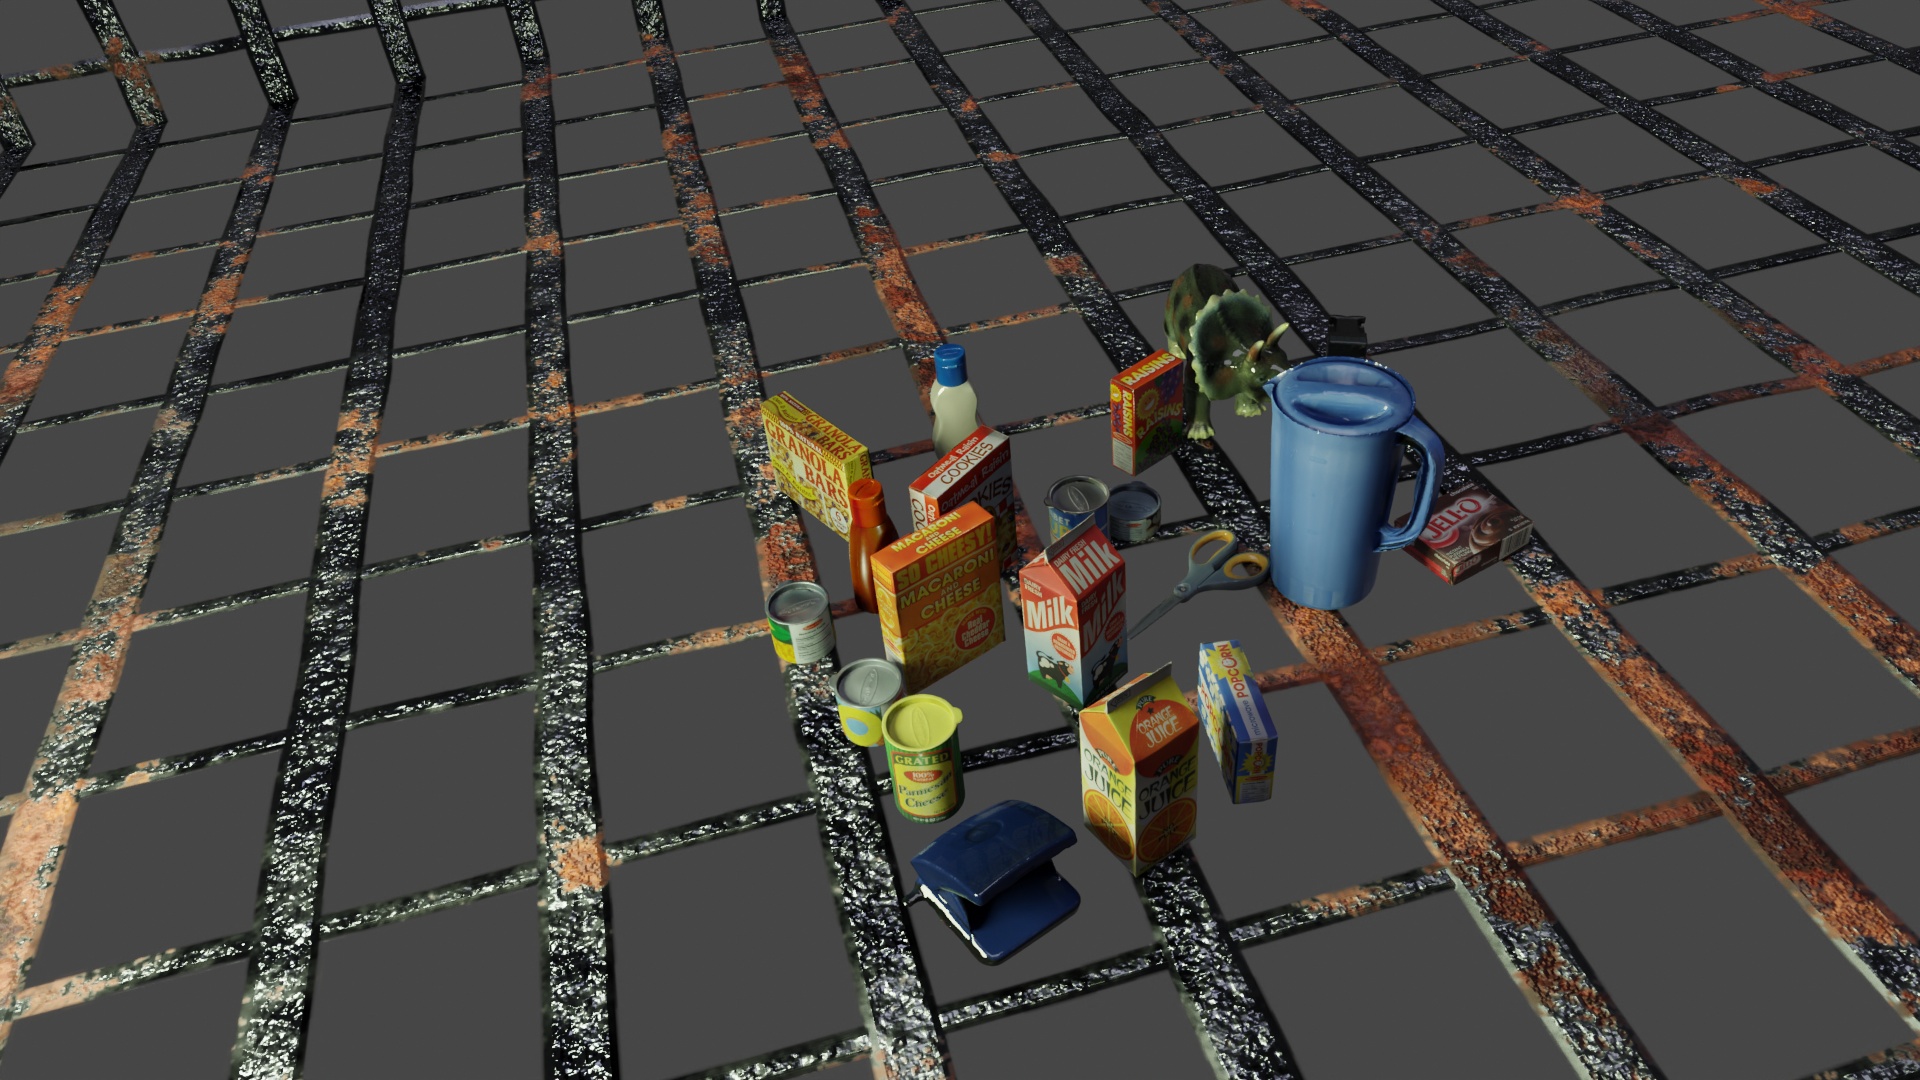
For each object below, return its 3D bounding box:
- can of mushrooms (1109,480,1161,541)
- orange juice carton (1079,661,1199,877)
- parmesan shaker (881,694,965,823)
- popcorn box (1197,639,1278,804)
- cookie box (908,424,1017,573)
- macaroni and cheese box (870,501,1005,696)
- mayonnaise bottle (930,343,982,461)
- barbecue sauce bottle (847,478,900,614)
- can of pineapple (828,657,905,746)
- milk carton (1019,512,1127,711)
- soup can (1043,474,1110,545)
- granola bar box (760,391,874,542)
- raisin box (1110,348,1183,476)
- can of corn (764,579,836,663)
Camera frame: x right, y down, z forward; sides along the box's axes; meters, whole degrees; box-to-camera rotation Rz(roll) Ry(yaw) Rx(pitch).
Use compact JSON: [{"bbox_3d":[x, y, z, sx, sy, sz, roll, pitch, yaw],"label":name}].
[{"bbox_3d":[0.191,-0.033,1.545,0.071,0.033,0.071,-4,40,3],"label":"can of mushrooms"},{"bbox_3d":[0.150,0.184,1.164,0.072,0.191,0.073,-27,44,-23],"label":"orange juice carton"},{"bbox_3d":[-0.029,0.196,1.242,0.071,0.102,0.072,-4,40,3],"label":"parmesan shaker"},{"bbox_3d":[0.250,0.163,1.260,0.038,0.084,0.127,-8,40,-3],"label":"popcorn box"},{"bbox_3d":[0.005,-0.018,1.446,0.040,0.166,0.123,23,48,31],"label":"cookie box"},{"bbox_3d":[-0.020,0.058,1.359,0.124,0.165,0.040,-29,44,-25],"label":"macaroni and cheese box"},{"bbox_3d":[-0.006,-0.160,1.634,0.065,0.147,0.041,-9,40,-4],"label":"mayonnaise bottle"},{"bbox_3d":[-0.090,0.004,1.447,0.044,0.147,0.065,20,46,28],"label":"barbecue sauce bottle"},{"bbox_3d":[-0.087,0.155,1.335,0.071,0.057,0.071,-4,40,3],"label":"can of pineapple"},{"bbox_3d":[0.108,0.064,1.317,0.073,0.189,0.073,28,51,35],"label":"milk carton"},{"bbox_3d":[0.126,-0.018,1.496,0.071,0.083,0.072,-4,40,3],"label":"soup can"},{"bbox_3d":[-0.158,-0.081,1.578,0.039,0.123,0.166,-31,45,-27],"label":"granola bar box"},{"bbox_3d":[0.217,-0.148,1.610,0.086,0.122,0.040,-31,46,-27],"label":"raisin box"},{"bbox_3d":[-0.165,0.083,1.432,0.071,0.058,0.071,-4,40,3],"label":"can of corn"}]
